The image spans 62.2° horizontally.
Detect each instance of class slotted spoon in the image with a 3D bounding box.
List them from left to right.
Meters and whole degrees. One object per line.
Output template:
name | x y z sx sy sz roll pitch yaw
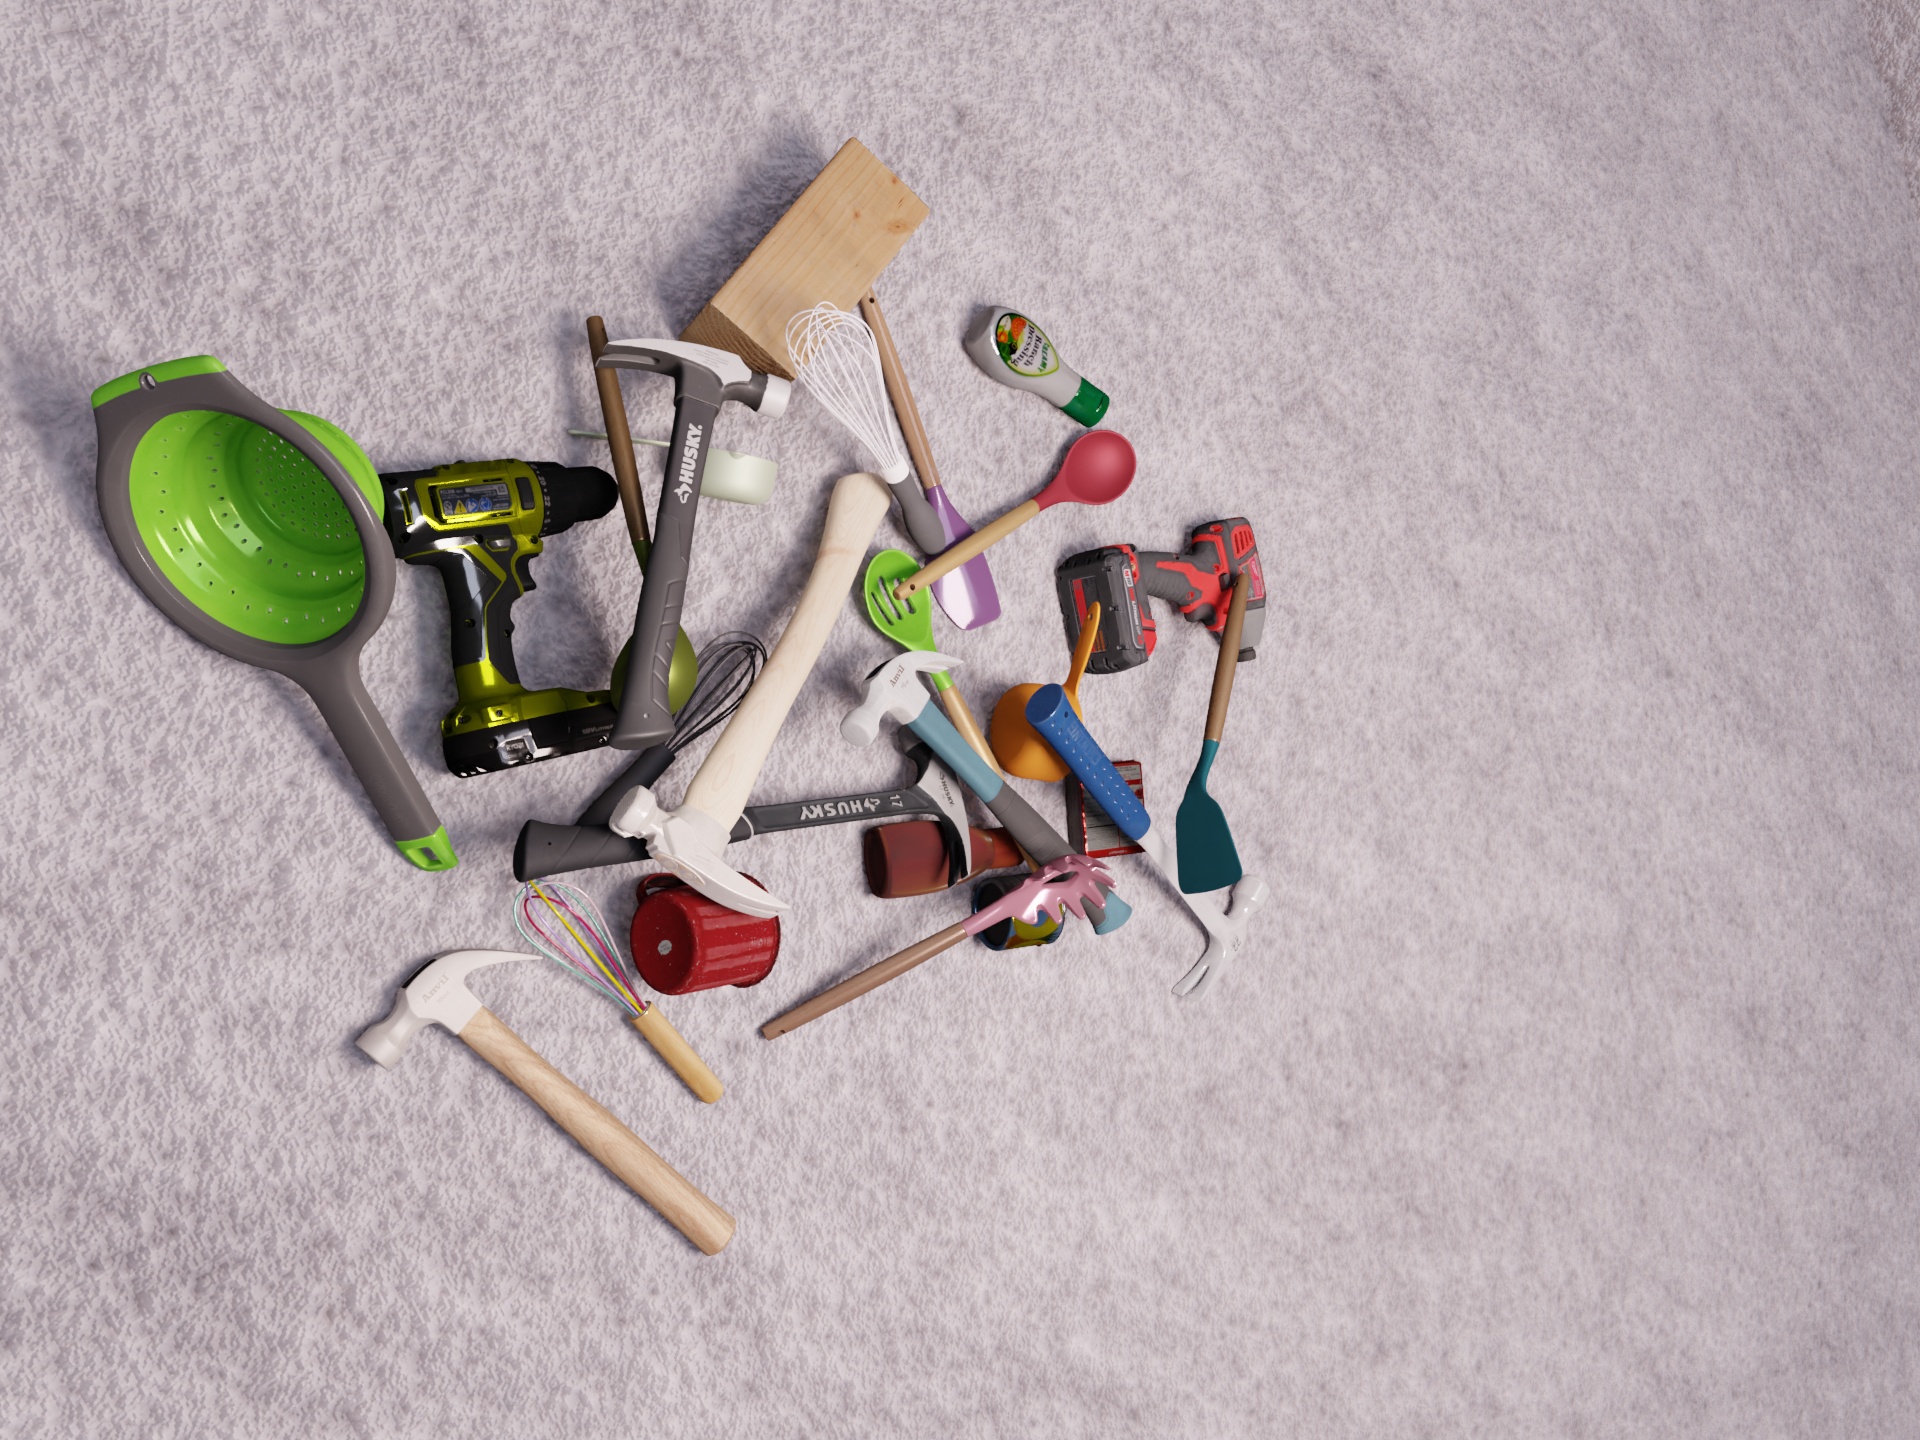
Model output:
slotted spoon | -0.002 -0.004 1.393 0.070 0.031 0.313 -31 95 -35

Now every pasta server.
pasta server | -0.019 0.191 1.322 0.316 0.040 0.060 -27 128 -7

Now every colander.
colander | -0.434 -0.074 1.107 0.095 0.204 0.396 -68 143 -55

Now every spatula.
spatula | -0.035 -0.232 1.414 0.060 0.018 0.316 -22 100 -21
spatula | 0.242 0.003 1.464 0.044 0.082 0.318 28 62 -24

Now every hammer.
hammer | -0.291 0.297 1.212 0.331 0.031 0.130 48 65 -21
hammer | -0.217 -0.134 1.166 0.146 0.035 0.335 16 64 -22
hammer | -0.157 0.083 1.246 0.408 0.036 0.149 -6 66 -40
hammer | -0.129 -0.041 1.268 0.146 0.038 0.411 37 53 -20
hammer | 0.036 0.071 1.359 0.330 0.033 0.128 47 49 -21
hammer | 0.167 0.109 1.447 0.144 0.035 0.405 -57 132 -20

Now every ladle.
ladle | -0.257 -0.155 1.206 0.078 0.062 0.320 10 64 -65
ladle | 0.051 -0.182 1.444 0.315 0.031 0.069 -36 106 -34

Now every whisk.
whisk | -0.261 0.211 1.228 0.244 0.047 0.051 55 46 -22
whisk | -0.237 0.022 1.256 0.055 0.055 0.239 46 69 -21
whisk | -0.068 -0.229 1.304 0.070 0.070 0.284 -57 145 -21

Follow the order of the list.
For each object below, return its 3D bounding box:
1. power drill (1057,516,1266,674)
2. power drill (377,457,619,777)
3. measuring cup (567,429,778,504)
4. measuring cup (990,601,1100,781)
power drill | 0.207 -0.113 1.528 0.219 0.078 0.143 -14 94 -35
power drill | -0.325 -0.084 1.187 0.190 0.080 0.228 -14 92 -41
measuring cup | -0.230 -0.202 1.269 0.167 0.083 0.038 7 94 -16
measuring cup | 0.076 -0.028 1.405 0.052 0.095 0.173 5 115 -29
